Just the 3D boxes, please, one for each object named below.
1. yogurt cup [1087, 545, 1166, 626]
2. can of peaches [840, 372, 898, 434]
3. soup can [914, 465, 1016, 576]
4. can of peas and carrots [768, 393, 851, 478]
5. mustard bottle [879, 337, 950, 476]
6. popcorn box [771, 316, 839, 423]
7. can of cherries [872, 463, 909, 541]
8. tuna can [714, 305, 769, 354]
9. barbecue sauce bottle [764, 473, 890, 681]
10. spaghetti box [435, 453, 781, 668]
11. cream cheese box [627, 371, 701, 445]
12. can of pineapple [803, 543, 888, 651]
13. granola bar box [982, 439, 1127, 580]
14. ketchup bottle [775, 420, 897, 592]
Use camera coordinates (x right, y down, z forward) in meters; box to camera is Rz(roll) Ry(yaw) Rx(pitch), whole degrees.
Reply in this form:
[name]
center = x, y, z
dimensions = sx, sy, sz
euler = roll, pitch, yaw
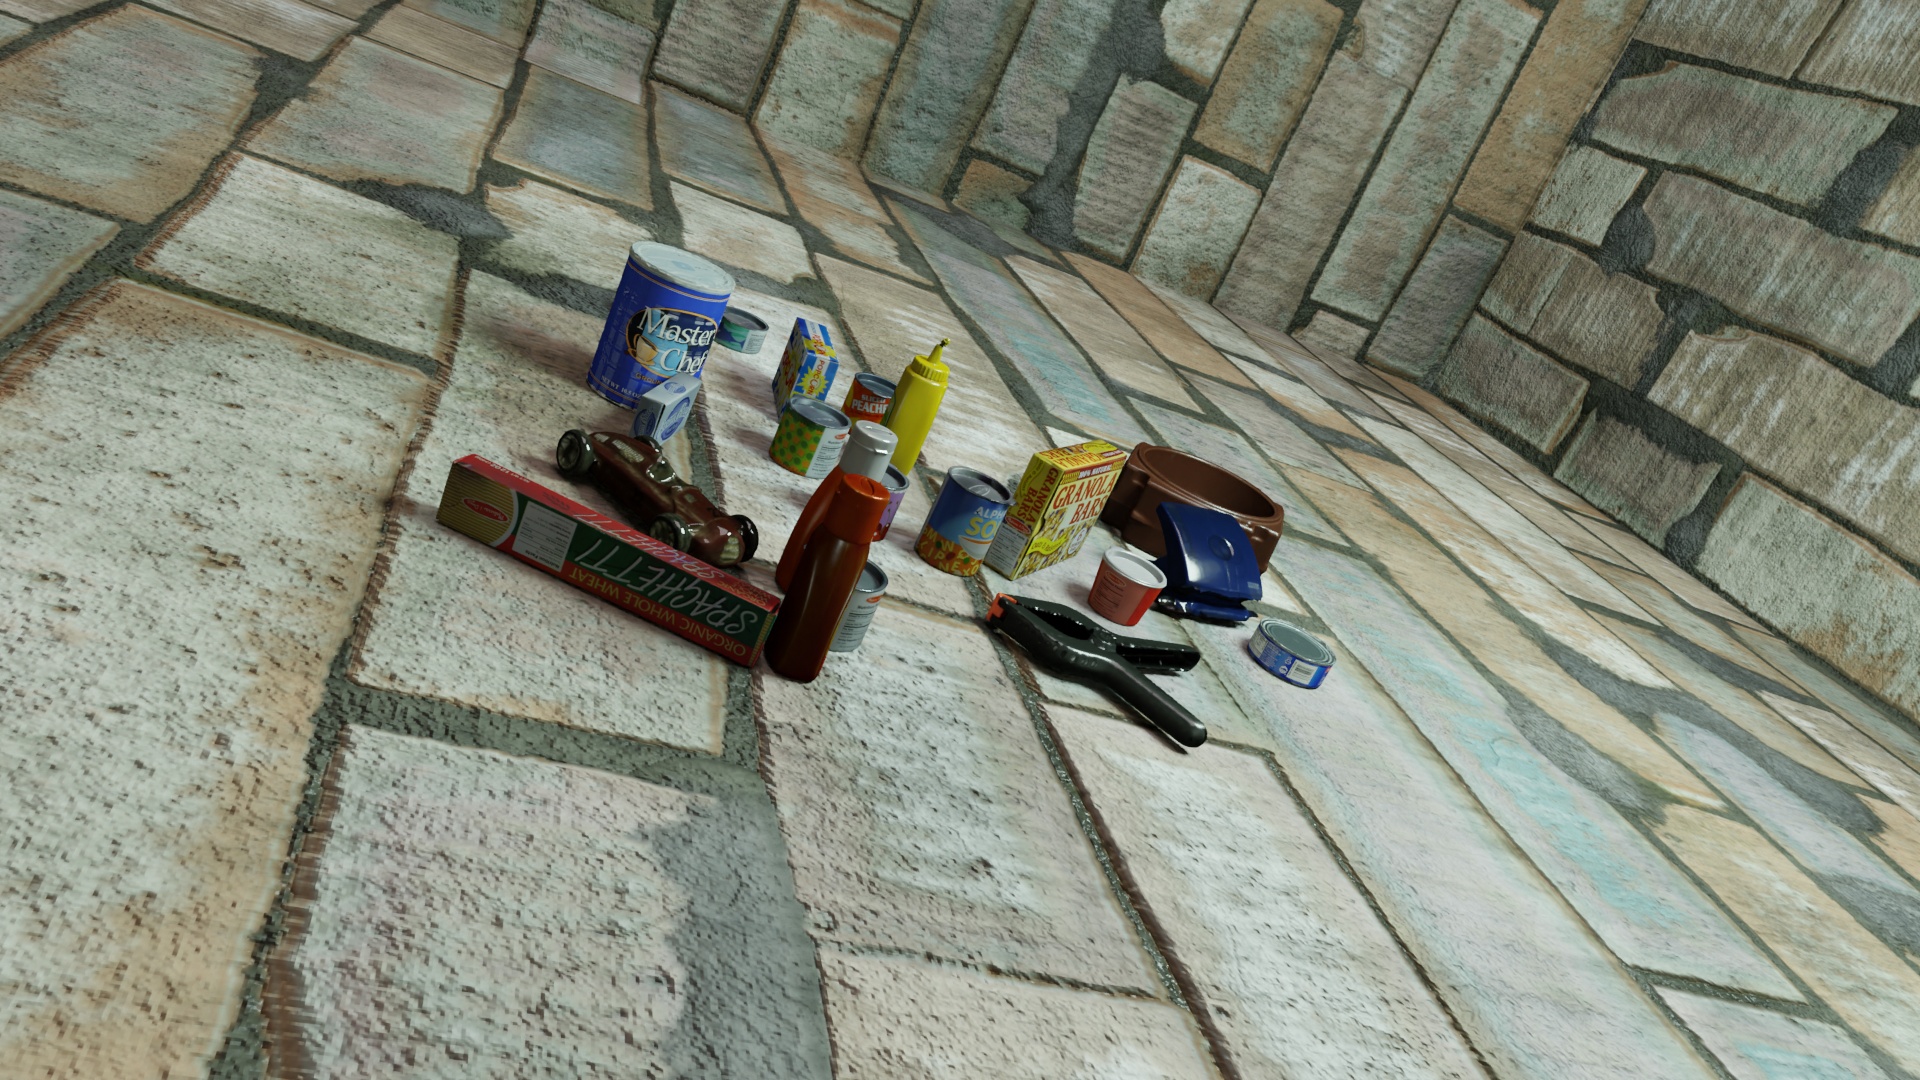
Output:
[yogurt cup]
center = 0.160, 0.047, 1.358
dimensions = 0.072, 0.053, 0.073
euler = 22, 20, -8
[can of peaches]
center = -0.097, -0.145, 1.530
dimensions = 0.071, 0.058, 0.071
euler = 22, 20, -8
[soup can]
center = 0.005, -0.016, 1.294
dimensions = 0.071, 0.083, 0.071
euler = 22, 20, -8
[can of peas and carrots]
center = -0.150, -0.102, 1.366
dimensions = 0.071, 0.058, 0.071
euler = 22, 20, -8
[mustard bottle]
center = -0.048, -0.139, 1.425
dimensions = 0.049, 0.159, 0.065
euler = 20, 20, -12
[popcorn box]
center = -0.168, -0.180, 1.496
dimensions = 0.038, 0.085, 0.127
euler = 17, 21, -20
[can of cherries]
center = -0.087, -0.040, 1.285
dimensions = 0.071, 0.058, 0.072
euler = 22, 20, -8
[tuna can]
center = -0.264, -0.249, 1.632
dimensions = 0.071, 0.032, 0.071
euler = 22, 20, -8
[barbecue sauce bottle]
center = -0.095, 0.024, 0.990
dimensions = 0.044, 0.148, 0.065
euler = 18, 21, -19
[spaghetti box]
center = -0.247, 0.014, 0.982
dimensions = 0.250, 0.050, 0.029
euler = 25, 20, 1
[cream cheese box]
center = -0.271, -0.117, 1.272
dimensions = 0.024, 0.053, 0.104
euler = 25, 20, 0
[can of pineapple]
center = -0.098, 0.043, 1.070
dimensions = 0.071, 0.057, 0.071
euler = 22, 20, -8
[granola bar box]
center = 0.097, -0.033, 1.382
dimensions = 0.039, 0.123, 0.166
euler = 32, 21, 20
[ketchup bottle]
center = -0.093, -0.022, 1.105
dimensions = 0.065, 0.148, 0.044
euler = 11, 24, -34
